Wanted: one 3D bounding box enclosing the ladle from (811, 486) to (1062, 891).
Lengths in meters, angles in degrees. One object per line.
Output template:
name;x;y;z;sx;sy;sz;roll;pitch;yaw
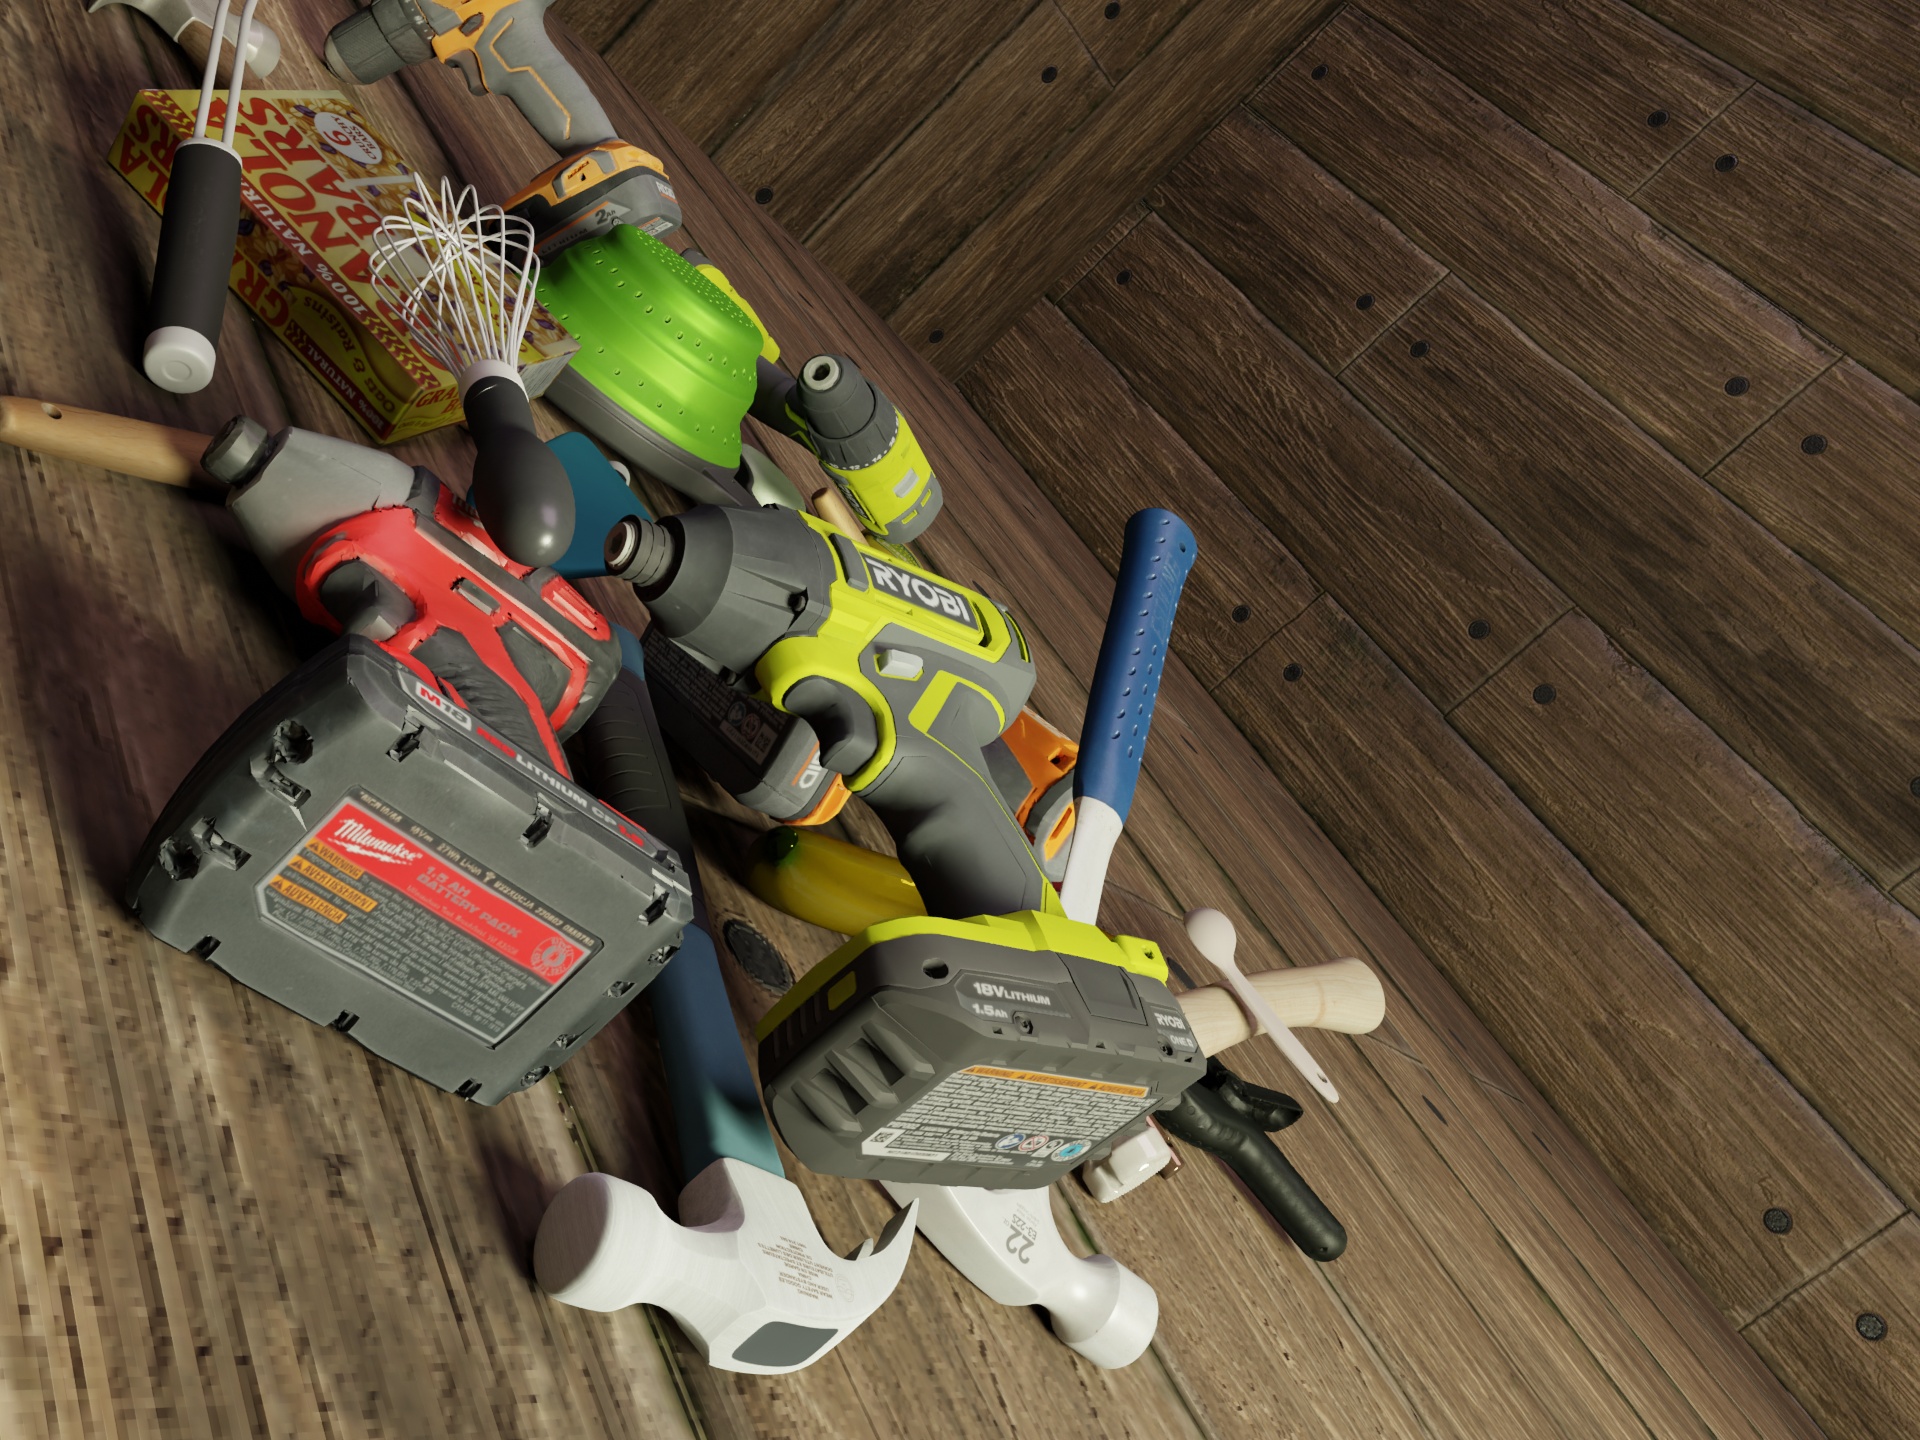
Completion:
ladle;-0.001;-0.003;0.879;0.069;0.031;0.315;12;-37;45

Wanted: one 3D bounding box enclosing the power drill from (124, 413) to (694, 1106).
power drill;-0.156;-0.009;0.451;0.143;0.078;0.220;41;10;-32

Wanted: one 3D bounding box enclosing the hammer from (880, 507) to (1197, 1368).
hammer;0.053;0.044;0.667;0.144;0.035;0.406;43;41;-24

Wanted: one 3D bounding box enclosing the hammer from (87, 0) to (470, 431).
hammer;-0.326;-0.270;0.800;0.331;0.031;0.130;51;12;15

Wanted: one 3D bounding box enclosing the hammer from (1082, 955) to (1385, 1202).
hammer;0.139;0.151;0.864;0.410;0.038;0.146;5;46;-57

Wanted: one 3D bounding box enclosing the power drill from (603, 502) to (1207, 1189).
power drill;-0.024;0.028;0.508;0.171;0.080;0.223;19;37;-42

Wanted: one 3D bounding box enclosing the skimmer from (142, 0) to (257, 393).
skimmer;-0.294;-0.281;0.624;0.127;0.090;0.364;0;53;-17

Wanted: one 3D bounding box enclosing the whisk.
whisk;-0.176;-0.131;0.580;0.070;0.070;0.285;38;14;-40

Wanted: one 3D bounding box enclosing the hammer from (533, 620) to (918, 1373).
hammer;-0.097;0.063;0.521;0.128;0.033;0.331;37;15;-38

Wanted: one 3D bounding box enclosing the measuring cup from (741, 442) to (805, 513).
measuring cup;-0.124;-0.154;1.119;0.083;0.038;0.167;50;14;13

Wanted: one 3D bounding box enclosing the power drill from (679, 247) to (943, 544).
power drill;-0.123;-0.229;1.094;0.229;0.080;0.190;37;-6;23

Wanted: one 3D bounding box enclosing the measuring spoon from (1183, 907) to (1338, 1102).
measuring spoon;0.163;0.147;0.841;0.124;0.018;0.034;52;23;16

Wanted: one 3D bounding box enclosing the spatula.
spatula;-0.212;-0.090;0.586;0.082;0.044;0.317;53;14;10

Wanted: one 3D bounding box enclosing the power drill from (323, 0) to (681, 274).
power drill;-0.309;-0.407;1.067;0.084;0.185;0.226;-52;118;-78

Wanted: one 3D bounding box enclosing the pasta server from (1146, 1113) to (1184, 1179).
pasta server;0.019;0.095;0.820;0.316;0.040;0.060;53;25;21

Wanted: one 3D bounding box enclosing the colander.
colander;-0.130;-0.173;0.940;0.397;0.094;0.204;44;13;12

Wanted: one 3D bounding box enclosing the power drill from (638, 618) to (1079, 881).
power drill;-0.041;-0.004;0.732;0.164;0.084;0.226;38;11;38
